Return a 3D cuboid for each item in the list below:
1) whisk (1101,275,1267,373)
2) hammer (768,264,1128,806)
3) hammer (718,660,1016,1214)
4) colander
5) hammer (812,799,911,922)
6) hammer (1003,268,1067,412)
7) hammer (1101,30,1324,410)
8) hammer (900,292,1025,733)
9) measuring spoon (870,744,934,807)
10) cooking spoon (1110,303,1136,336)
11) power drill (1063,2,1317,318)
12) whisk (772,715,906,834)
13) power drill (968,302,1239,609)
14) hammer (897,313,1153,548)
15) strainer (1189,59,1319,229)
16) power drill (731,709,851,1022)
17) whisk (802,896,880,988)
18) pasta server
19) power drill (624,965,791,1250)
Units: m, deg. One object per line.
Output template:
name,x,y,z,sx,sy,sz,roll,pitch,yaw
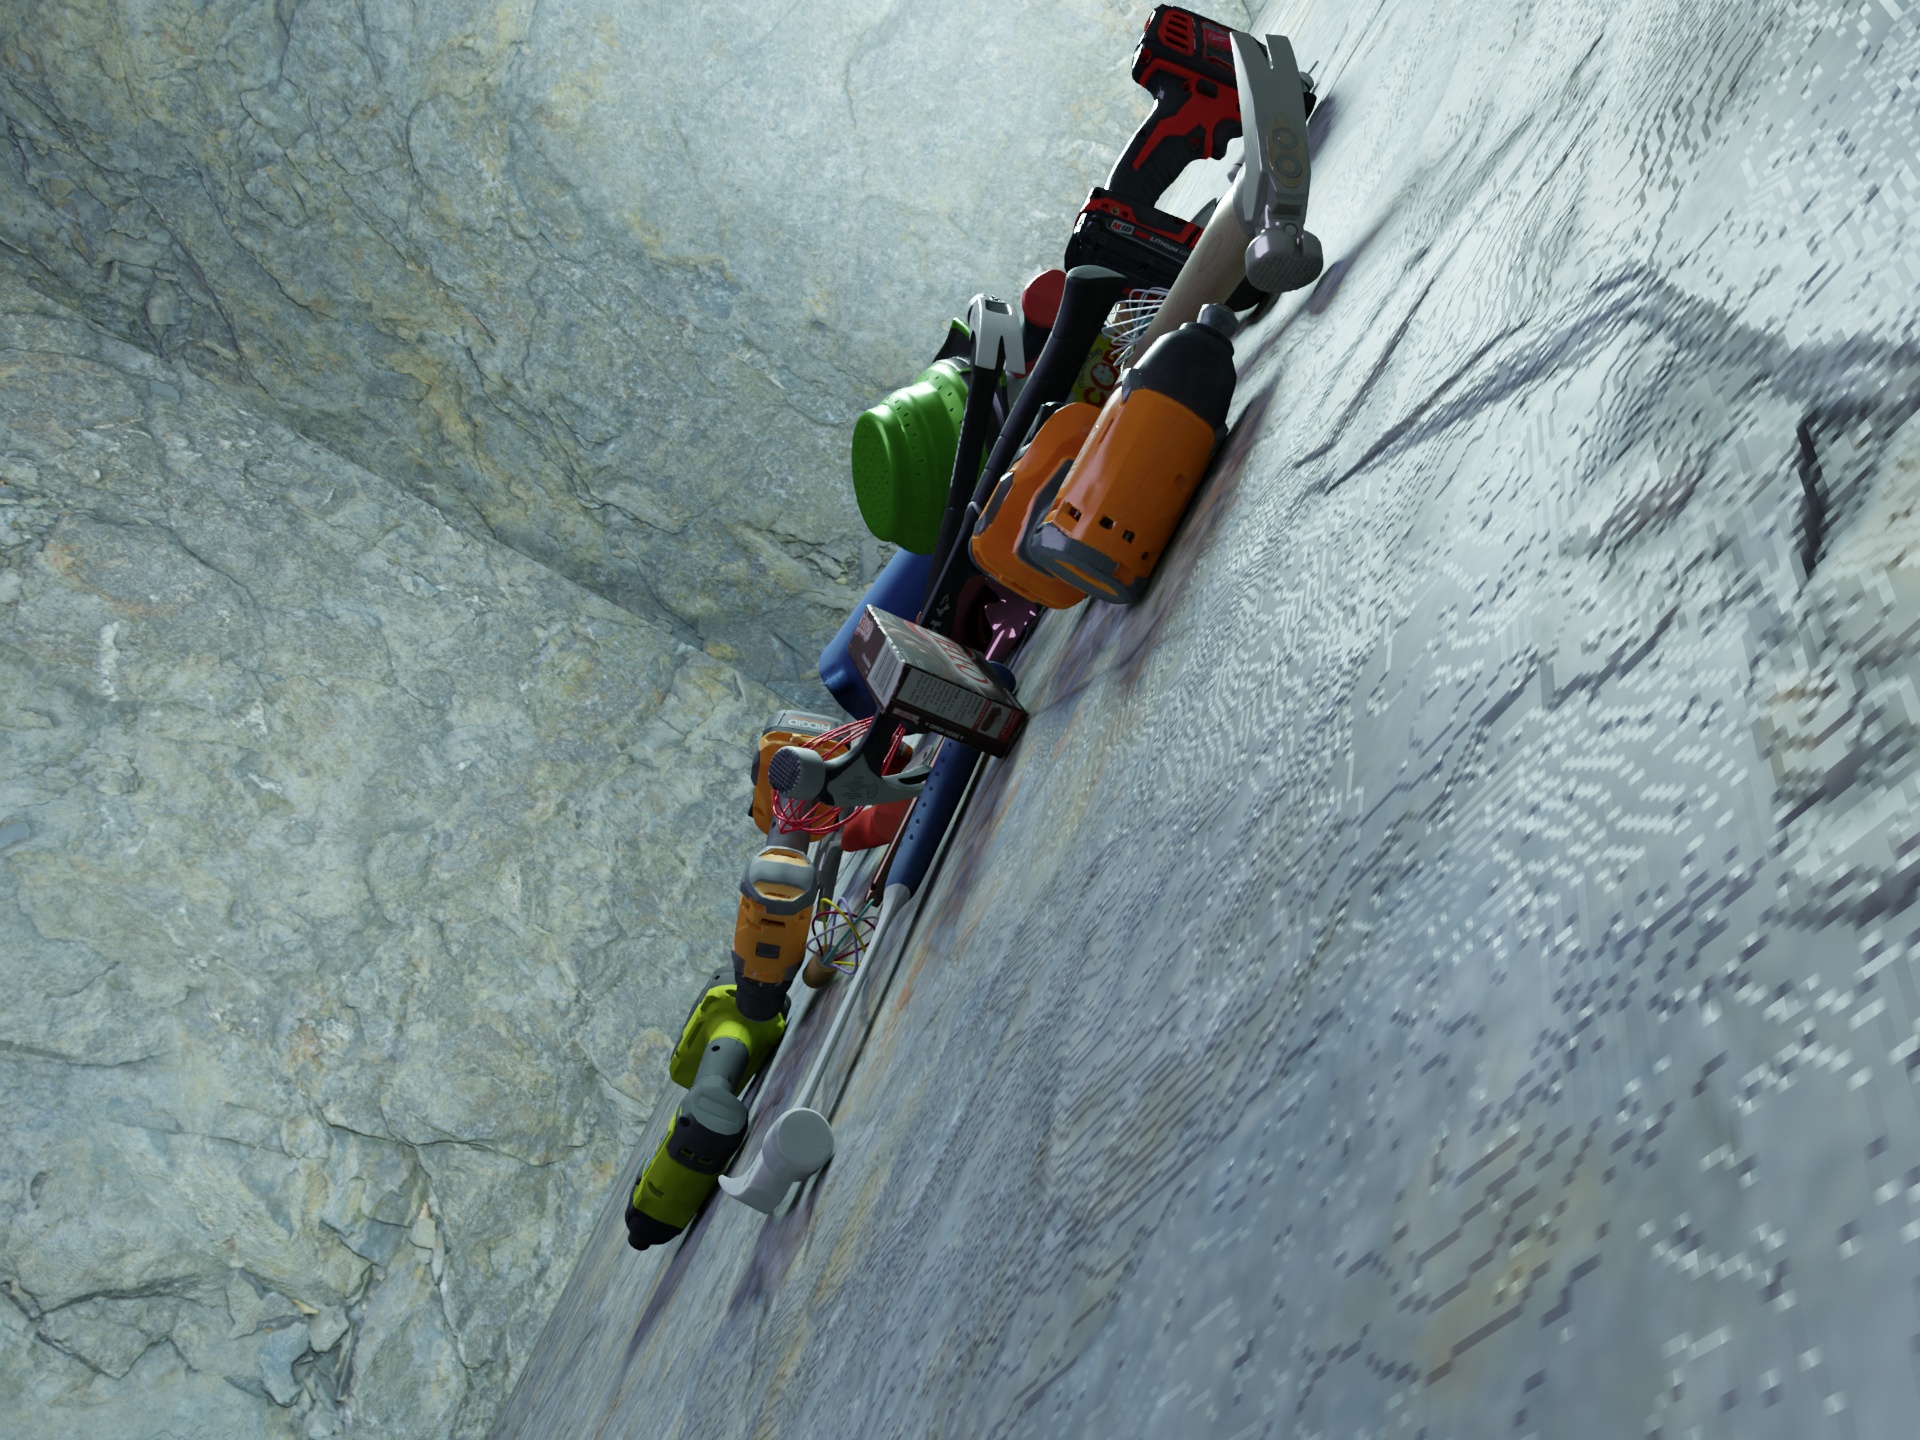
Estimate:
whisk,0.151,-0.272,1.056,0.070,0.070,0.285,-61,10,0
hammer,0.010,-0.118,1.087,0.036,0.149,0.409,38,107,39
hammer,-0.046,0.119,0.990,0.144,0.035,0.406,-55,9,51
colander,-0.041,-0.148,1.392,0.205,0.094,0.396,-122,29,-44
hammer,-0.093,0.108,1.421,0.359,0.036,0.149,154,131,-76
hammer,0.053,-0.304,1.330,0.143,0.038,0.386,-62,3,6
hammer,0.123,-0.237,0.990,0.410,0.038,0.146,124,146,-69
hammer,-0.004,-0.146,1.202,0.146,0.035,0.334,-101,21,-67
measuring spoon,-0.052,0.062,1.490,0.124,0.018,0.034,-48,23,41
cooking spoon,0.105,-0.250,1.283,0.069,0.017,0.319,-1,65,56
power drill,0.174,-0.418,1.196,0.078,0.143,0.220,128,164,-80
whisk,-0.054,0.002,1.302,0.296,0.073,0.073,-44,-7,-39
power drill,0.084,-0.143,0.899,0.164,0.084,0.226,-61,10,-4
hammer,0.077,-0.271,1.556,0.331,0.128,0.033,-48,47,31
strainer,0.223,-0.434,1.287,0.258,0.050,0.087,-56,-2,-7
power drill,-0.149,0.126,1.340,0.226,0.084,0.185,-85,7,-46
whisk,-0.097,0.170,1.185,0.051,0.047,0.245,-65,3,-20
pasta server,-0.002,-0.004,1.200,0.060,0.040,0.316,27,90,42
power drill,-0.222,0.331,1.360,0.171,0.080,0.223,-59,9,27
